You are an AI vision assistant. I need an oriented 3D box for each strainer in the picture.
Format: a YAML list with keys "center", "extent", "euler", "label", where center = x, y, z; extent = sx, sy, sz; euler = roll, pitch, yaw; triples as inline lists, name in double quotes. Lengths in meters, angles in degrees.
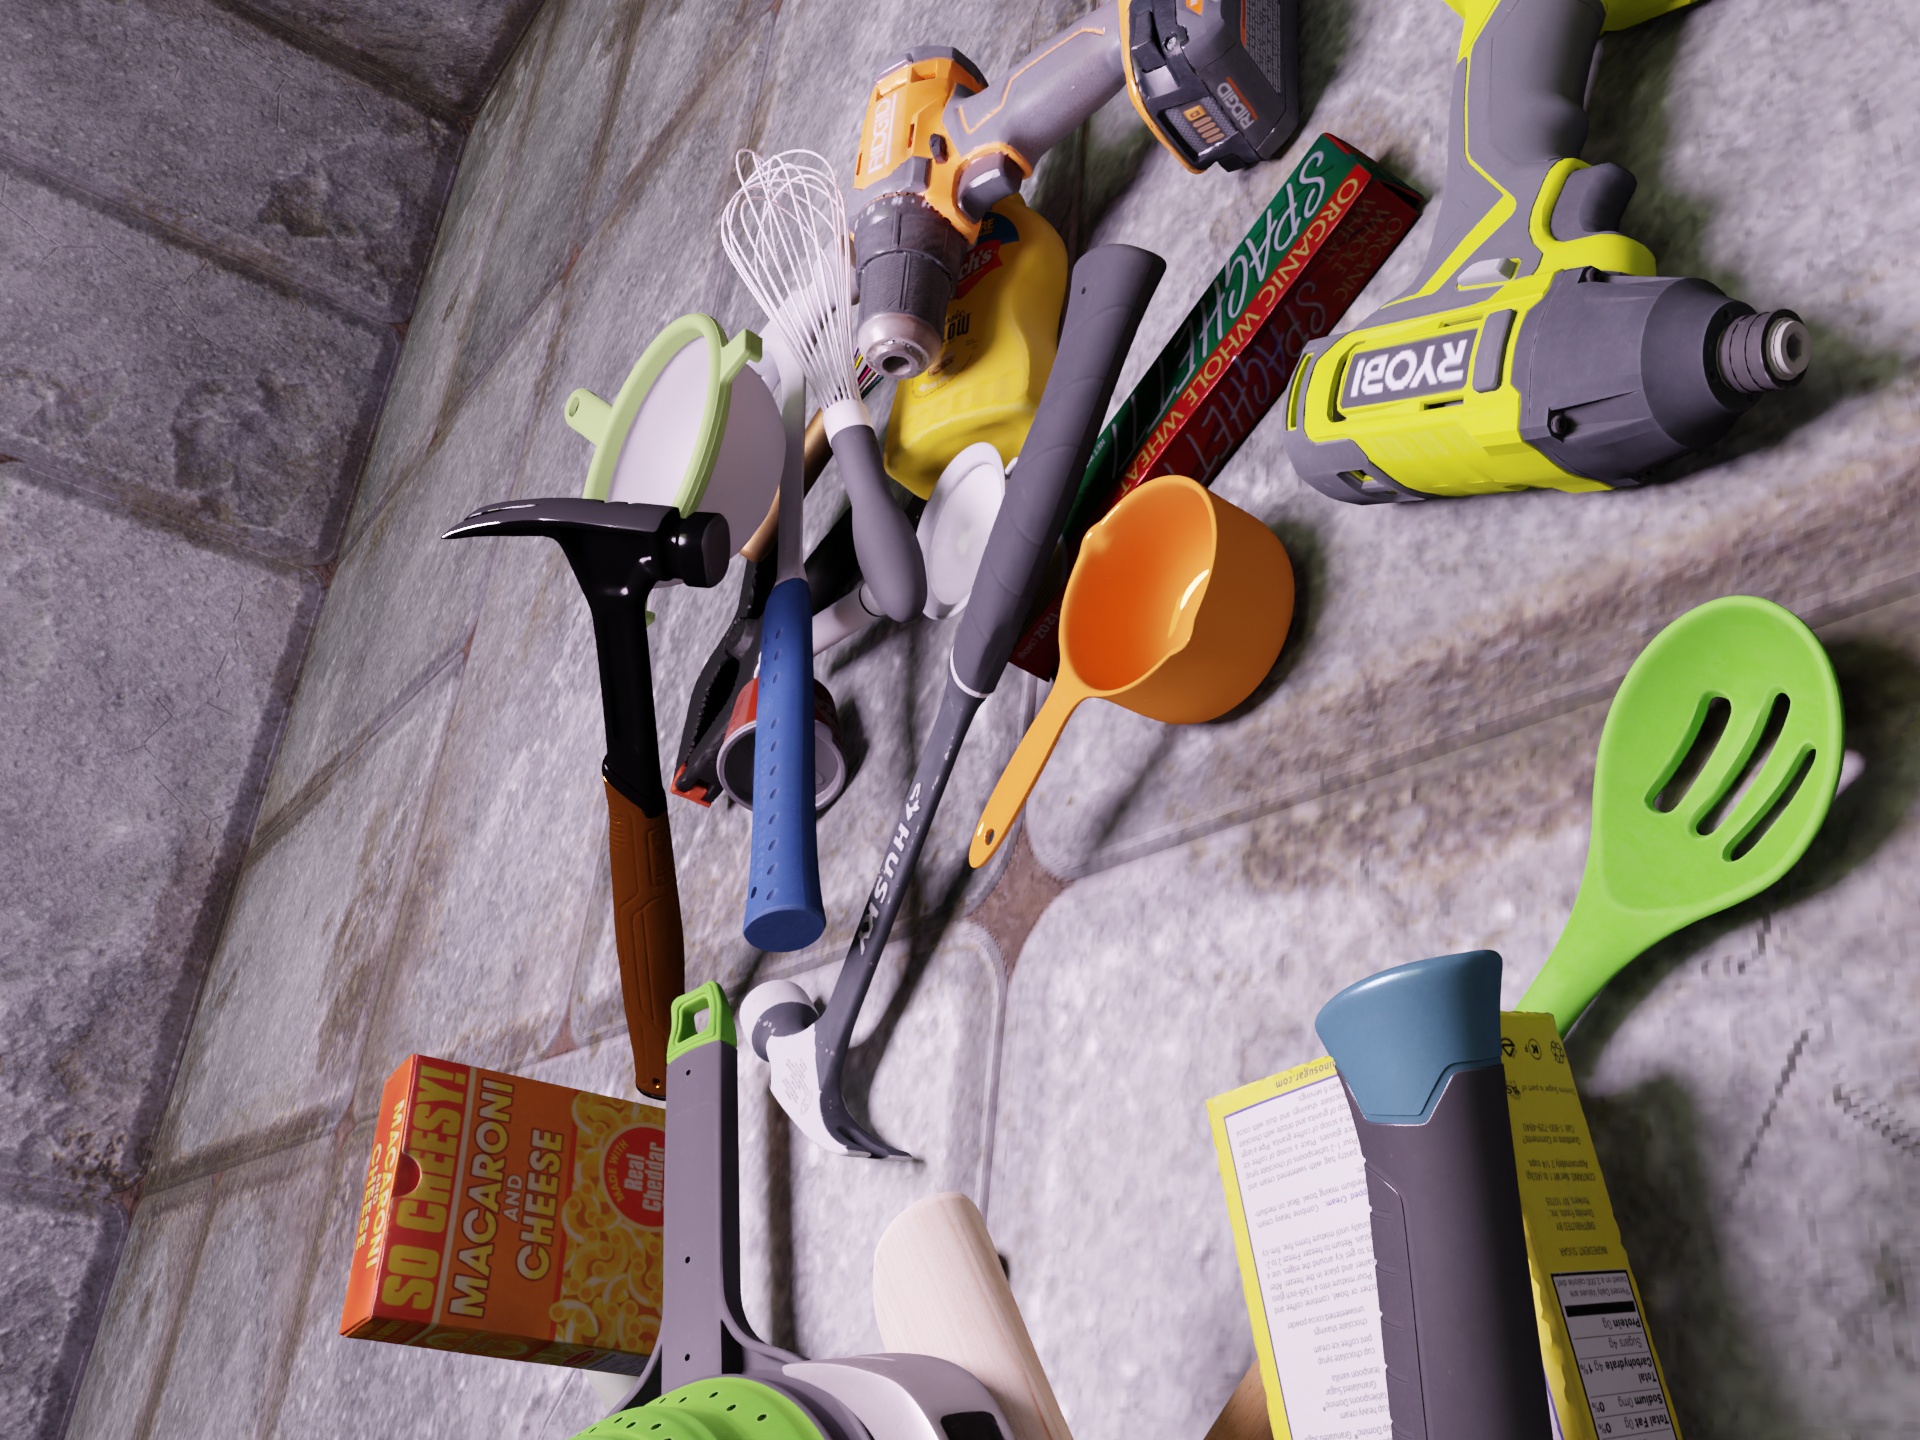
- center: [-0.035, -0.066, 0.804]
  extent: [0.258, 0.050, 0.087]
  euler: [-26, 54, 46]
  label: "strainer"
- center: [-0.156, -0.141, 0.854]
  extent: [0.257, 0.069, 0.151]
  euler: [37, 105, 58]
  label: "strainer"

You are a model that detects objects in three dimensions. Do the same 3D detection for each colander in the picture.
- center: [-0.130, 0.270, 0.644]
  extent: [0.204, 0.094, 0.398]
  euler: [-29, 46, 23]
  label: "colander"

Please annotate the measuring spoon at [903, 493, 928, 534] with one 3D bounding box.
- center: [-0.007, -0.129, 0.849]
  extent: [0.124, 0.018, 0.034]
  euler: [-58, 37, 4]
  label: "measuring spoon"

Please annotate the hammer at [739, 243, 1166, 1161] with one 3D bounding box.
- center: [-0.001, -0.002, 0.679]
  extent: [0.149, 0.036, 0.409]
  euler: [44, 116, 59]
  label: "hammer"

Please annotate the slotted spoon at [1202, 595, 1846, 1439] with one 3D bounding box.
- center: [0.139, 0.108, 0.437]
  extent: [0.313, 0.031, 0.070]
  euler: [-61, 31, 16]
  label: "slotted spoon"

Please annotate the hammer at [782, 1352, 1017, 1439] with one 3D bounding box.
- center: [-0.057, 0.300, 0.449]
  extent: [0.331, 0.031, 0.130]
  euler: [-63, 34, 29]
  label: "hammer"

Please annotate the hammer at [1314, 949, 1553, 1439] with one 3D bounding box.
- center: [0.109, 0.213, 0.316]
  extent: [0.128, 0.033, 0.331]
  euler: [-15, 77, 50]
  label: "hammer"

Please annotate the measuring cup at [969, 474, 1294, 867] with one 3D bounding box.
- center: [0.064, -0.008, 0.613]
  extent: [0.173, 0.052, 0.095]
  euler: [-60, 31, 18]
  label: "measuring cup"

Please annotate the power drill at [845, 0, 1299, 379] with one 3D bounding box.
- center: [0.039, -0.265, 0.737]
  extent: [0.226, 0.084, 0.185]
  euler: [-15, 57, 35]
  label: "power drill"

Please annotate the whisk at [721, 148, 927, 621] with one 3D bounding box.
- center: [-0.064, -0.172, 0.784]
  extent: [0.070, 0.070, 0.285]
  euler: [-39, 59, 41]
  label: "whisk"

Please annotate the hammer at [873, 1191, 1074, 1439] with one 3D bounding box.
- center: [0.064, 0.261, 0.315]
  extent: [0.411, 0.038, 0.146]
  euler: [59, 138, 47]
  label: "hammer"

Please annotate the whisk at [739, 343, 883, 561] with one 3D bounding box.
- center: [-0.056, -0.195, 0.922]
  extent: [0.245, 0.051, 0.047]
  euler: [-55, 8, 11]
  label: "whisk"

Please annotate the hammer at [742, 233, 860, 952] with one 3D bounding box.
- center: [-0.090, -0.070, 0.811]
  extent: [0.144, 0.035, 0.406]
  euler: [-38, 42, 39]
  label: "hammer"

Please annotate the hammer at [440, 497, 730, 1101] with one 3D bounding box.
- center: [-0.167, 0.051, 0.786]
  extent: [0.034, 0.127, 0.336]
  euler: [-66, -21, -59]
  label: "hammer"

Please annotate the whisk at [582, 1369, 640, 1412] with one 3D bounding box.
- center: [-0.202, 0.322, 0.848]
  extent: [0.246, 0.058, 0.059]
  euler: [16, 119, 57]
  label: "whisk"

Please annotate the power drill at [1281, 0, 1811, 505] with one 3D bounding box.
- center: [0.194, -0.180, 0.490]
  extent: [0.171, 0.080, 0.223]
  euler: [6, 80, 60]
  label: "power drill"
